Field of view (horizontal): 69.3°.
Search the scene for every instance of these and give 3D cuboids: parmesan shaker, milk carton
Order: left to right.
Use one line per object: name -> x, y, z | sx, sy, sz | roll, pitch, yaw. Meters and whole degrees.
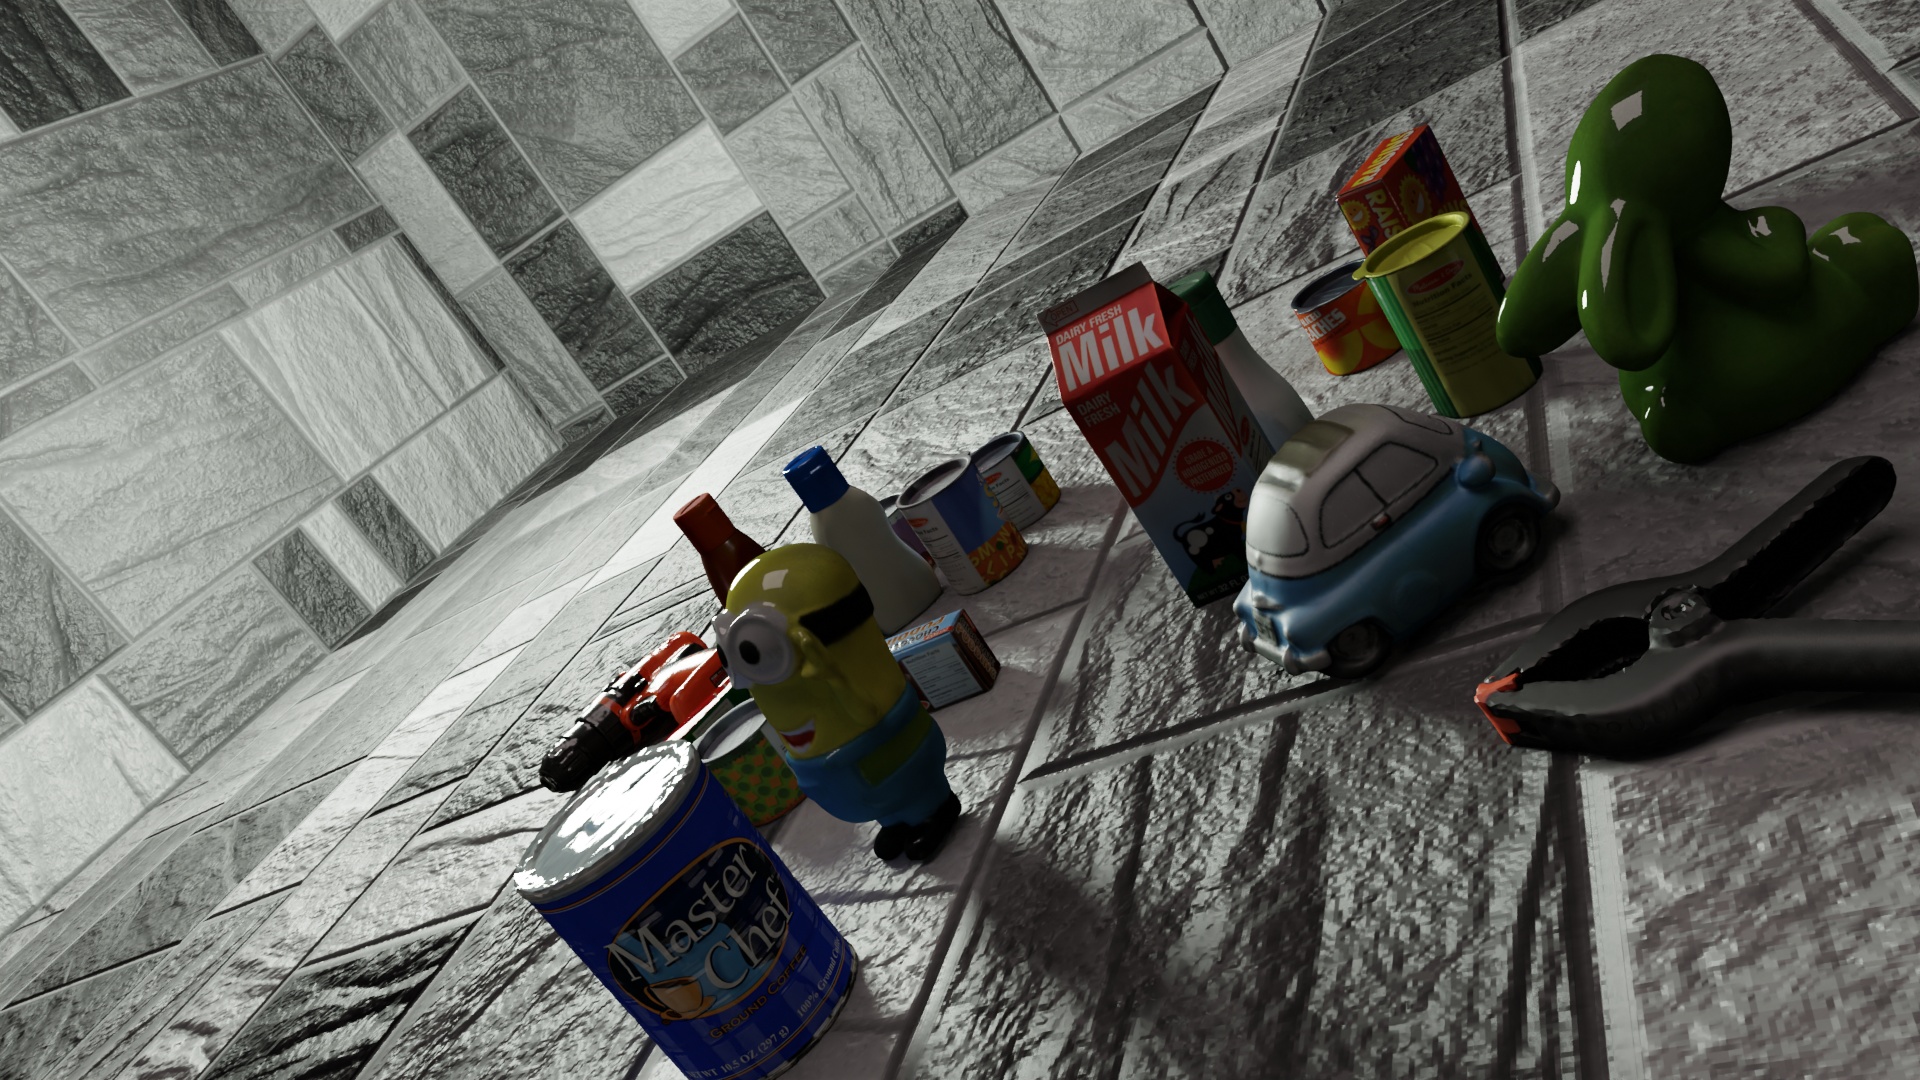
milk carton -> 0.121, -0.065, 0.793 | 0.072, 0.190, 0.074 | -25, 20, 27
parmesan shaker -> 0.286, -0.130, 0.817 | 0.071, 0.103, 0.071 | -31, 18, 11

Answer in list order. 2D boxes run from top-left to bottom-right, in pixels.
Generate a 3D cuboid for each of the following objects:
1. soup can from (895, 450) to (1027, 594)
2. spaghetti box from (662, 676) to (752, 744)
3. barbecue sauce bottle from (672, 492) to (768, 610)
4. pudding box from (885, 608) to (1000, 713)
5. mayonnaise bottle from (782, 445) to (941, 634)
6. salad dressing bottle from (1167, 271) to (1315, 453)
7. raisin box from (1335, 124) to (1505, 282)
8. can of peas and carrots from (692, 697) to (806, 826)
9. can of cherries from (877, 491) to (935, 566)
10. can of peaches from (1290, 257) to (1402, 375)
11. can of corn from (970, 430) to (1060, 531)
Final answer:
soup can -> 0.004, -0.013, 1.036 | 0.071, 0.083, 0.071 | -31, 18, 11
spaghetti box -> -0.149, 0.115, 1.026 | 0.028, 0.050, 0.251 | -13, 27, 48
barbecue sauce bottle -> -0.176, 0.030, 1.133 | 0.043, 0.148, 0.065 | -19, 23, 39
pudding box -> -0.023, 0.082, 0.893 | 0.083, 0.049, 0.030 | -24, 20, 28
mayonnaise bottle -> -0.078, -0.003, 1.046 | 0.065, 0.147, 0.041 | -39, 18, -15
salad dressing bottle -> 0.171, -0.094, 0.851 | 0.044, 0.147, 0.064 | -44, 20, -27
raisin box -> 0.309, -0.203, 0.931 | 0.040, 0.123, 0.086 | -12, 28, 50
can of peas and carrots -> -0.134, 0.145, 0.910 | 0.071, 0.058, 0.071 | -30, 18, 11
can of cherries -> -0.059, 0.003, 1.145 | 0.071, 0.058, 0.072 | -30, 18, 11
can of peaches -> 0.274, -0.156, 0.977 | 0.071, 0.058, 0.071 | -30, 18, 11
can of corn -> 0.038, -0.046, 1.103 | 0.071, 0.058, 0.071 | -30, 18, 11
